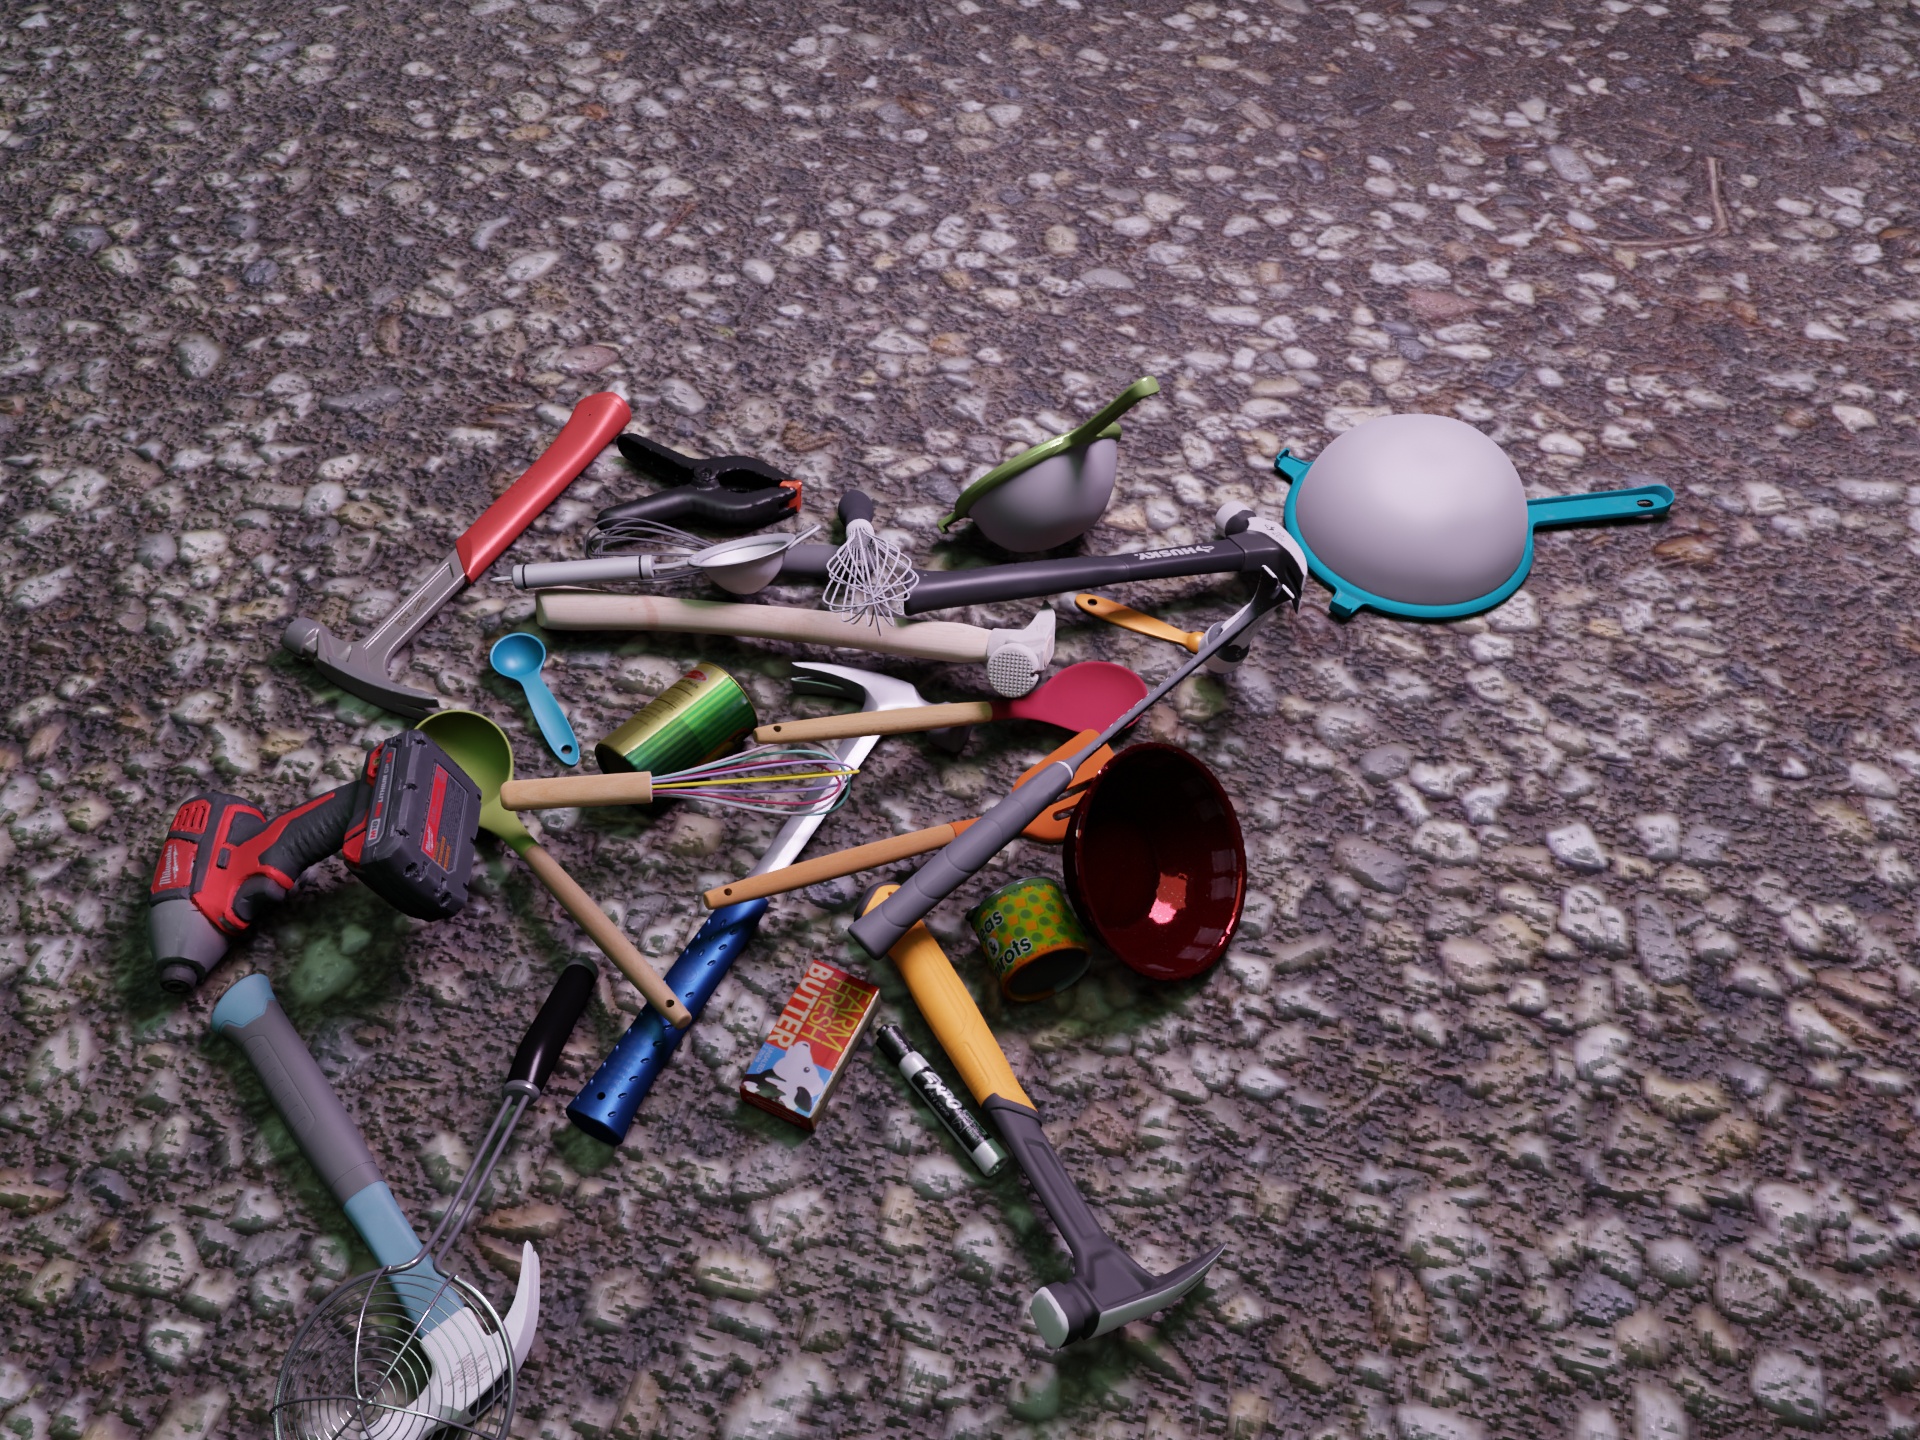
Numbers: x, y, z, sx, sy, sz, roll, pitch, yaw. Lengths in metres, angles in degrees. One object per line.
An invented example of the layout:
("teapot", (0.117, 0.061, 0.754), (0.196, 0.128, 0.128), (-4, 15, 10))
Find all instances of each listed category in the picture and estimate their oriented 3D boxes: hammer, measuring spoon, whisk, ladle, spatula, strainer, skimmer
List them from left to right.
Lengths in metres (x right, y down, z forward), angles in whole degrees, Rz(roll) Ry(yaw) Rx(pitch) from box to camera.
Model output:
("hammer", (-0.371, 0.280, 0.968), (0.128, 0.033, 0.331), (-33, 59, -24))
("skimmer", (-0.276, 0.281, 0.927), (0.127, 0.090, 0.364), (4, 30, 6))
("hammer", (-0.378, -0.150, 1.309), (0.149, 0.036, 0.359), (23, 55, 16))
("measuring spoon", (-0.321, -0.012, 1.218), (0.042, 0.021, 0.129), (-24, 65, -20))
("ladle", (-0.281, 0.098, 1.079), (0.078, 0.062, 0.320), (-36, 54, -22))
("strainer", (-0.236, -0.118, 1.238), (0.258, 0.050, 0.087), (-5, 18, -1))
("whisk", (-0.192, 0.046, 1.103), (0.245, 0.051, 0.047), (-4, 29, -8))
("whisk", (-0.187, -0.135, 1.297), (0.239, 0.055, 0.055), (2, 51, -6))
("hammer", (-0.144, 0.112, 1.108), (0.144, 0.035, 0.406), (23, 54, 15))
("hammer", (-0.131, -0.077, 1.241), (0.410, 0.038, 0.146), (6, 21, 10))
("whisk", (-0.077, -0.135, 1.233), (0.070, 0.070, 0.285), (-4, 23, -5))
("spatula", (-0.025, 0.080, 1.111), (0.322, 0.041, 0.081), (-14, 65, -27))
("ladle", (-0.002, -0.004, 1.164), (0.315, 0.031, 0.069), (-6, 53, -27))
("hammer", (0.028, 0.228, 1.009), (0.127, 0.034, 0.337), (-7, 45, -33))
("hammer", (0.082, 0.028, 1.097), (0.409, 0.149, 0.036), (-39, 81, -23))
("strainer", (0.096, -0.191, 1.253), (0.151, 0.256, 0.069), (-24, 88, -27))
("hammer", (0.113, -0.115, 1.245), (0.334, 0.035, 0.146), (-9, 33, -18))
("measuring spoon", (0.147, -0.082, 1.286), (0.117, 0.011, 0.021), (22, 54, 15))
("strainer", (0.447, -0.197, 1.335), (0.340, 0.095, 0.211), (-6, 52, -5))

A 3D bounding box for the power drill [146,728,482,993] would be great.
("power drill", (-0.437, 0.097, 1.054), (0.219, 0.078, 0.143), (-16, 49, 13))
